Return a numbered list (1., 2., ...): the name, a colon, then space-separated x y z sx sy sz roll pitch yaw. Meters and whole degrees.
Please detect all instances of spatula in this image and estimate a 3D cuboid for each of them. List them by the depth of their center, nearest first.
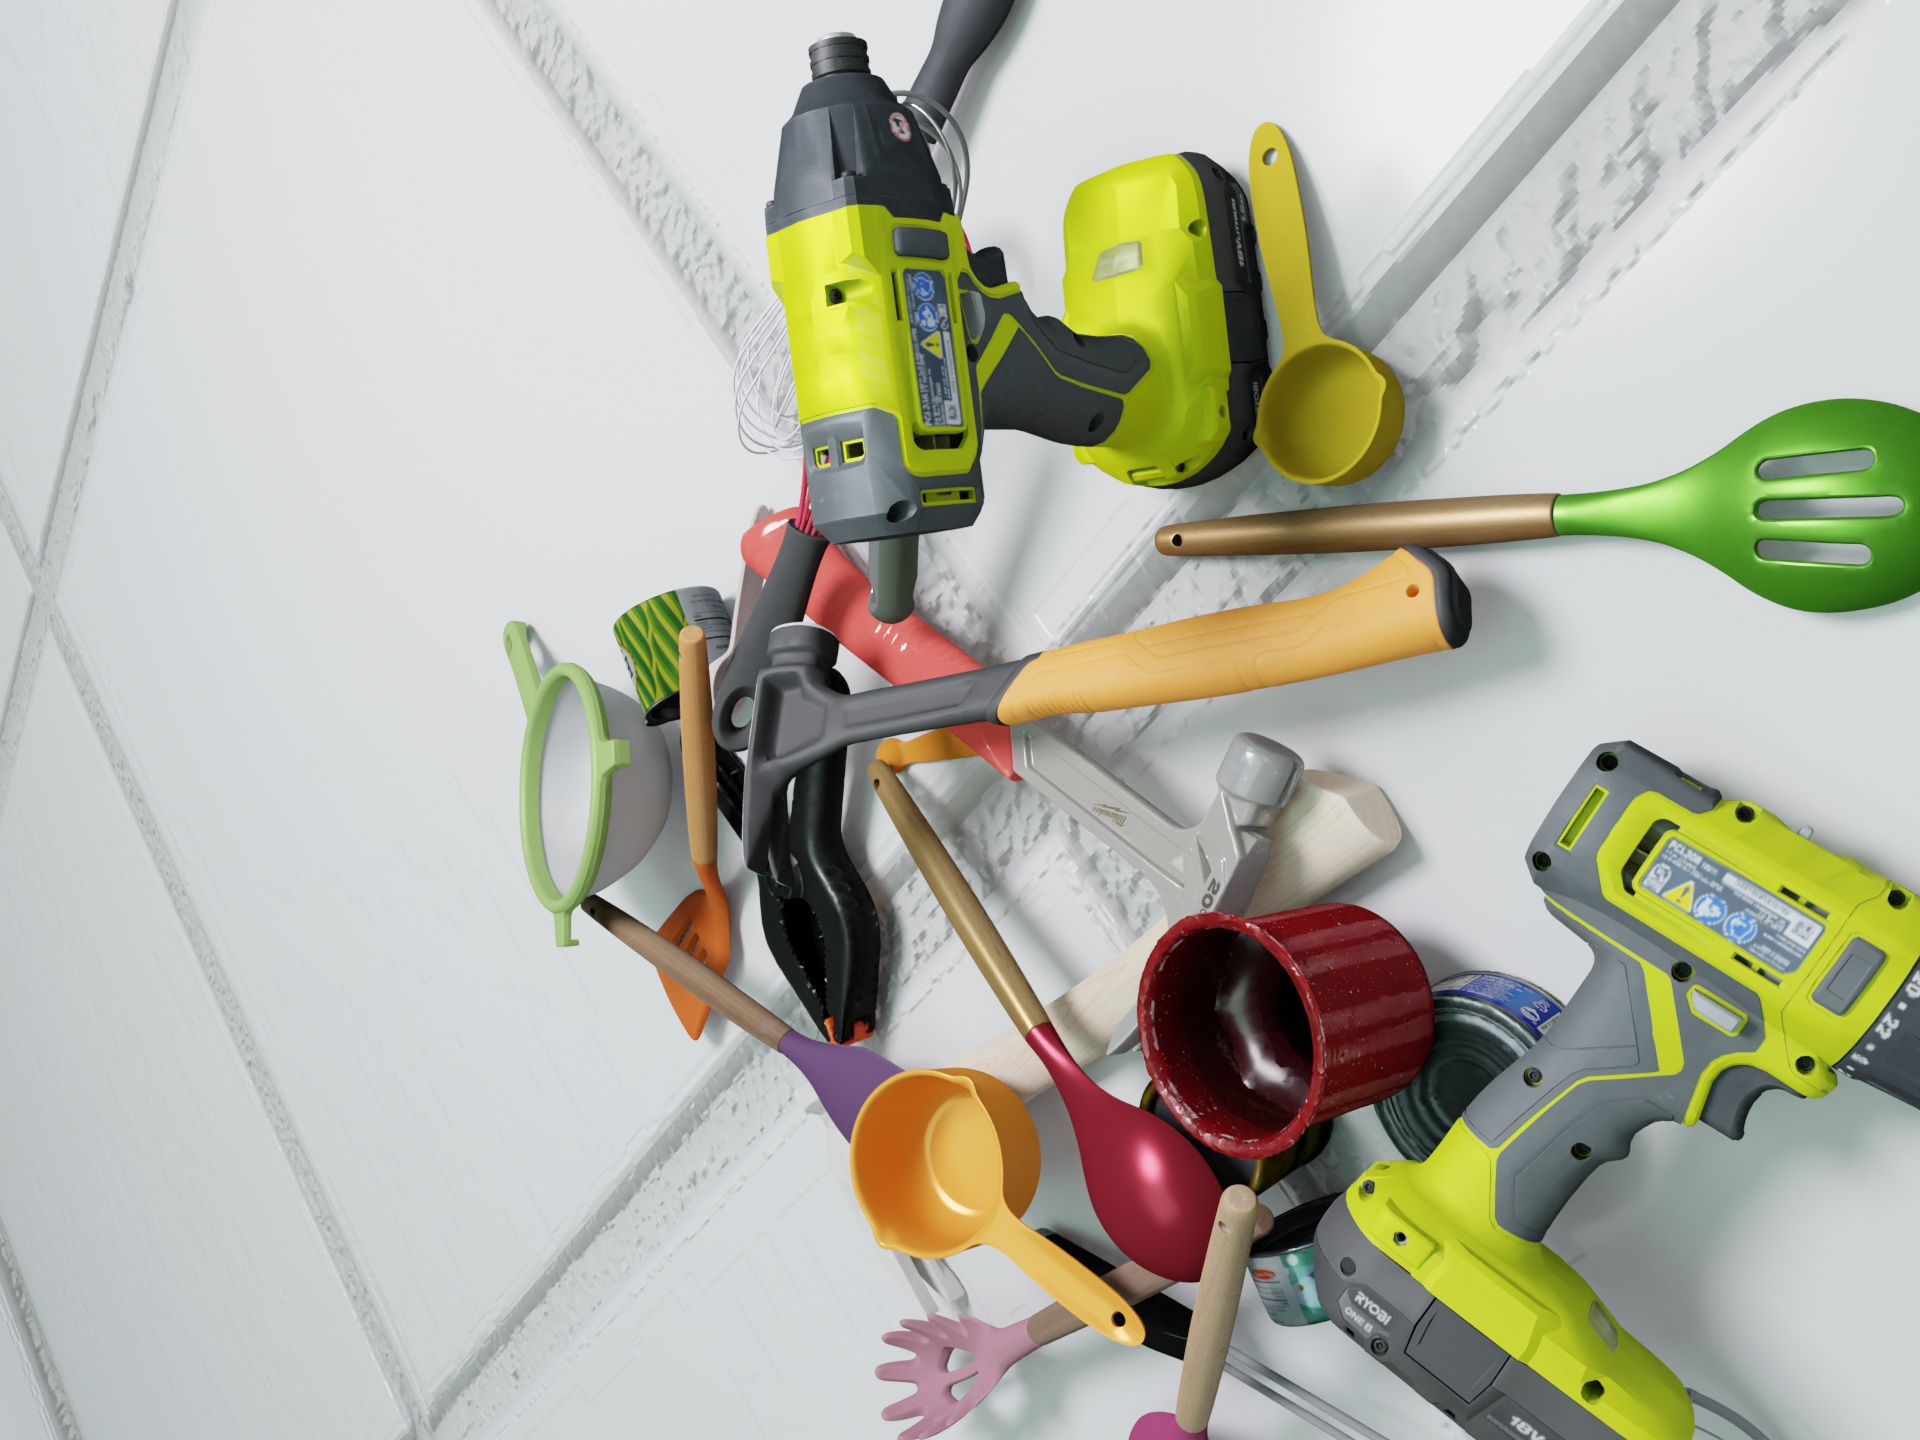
1. spatula: -0.115 0.171 0.895 0.316 0.018 0.059 27 107 35
2. spatula: -0.155 0.066 0.908 0.081 0.041 0.322 56 154 34

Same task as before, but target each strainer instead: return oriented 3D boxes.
1. strainer: -0.236 0.012 1.005 0.257 0.069 0.151 56 133 47

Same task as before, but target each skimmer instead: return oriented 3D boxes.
1. skimmer: 0.173 0.293 0.701 0.363 0.090 0.127 11 104 52

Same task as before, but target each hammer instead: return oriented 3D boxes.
1. hammer: 0.046 -0.010 0.673 0.337 0.034 0.127 -11 62 32
2. hammer: -0.001 -0.002 0.768 0.359 0.036 0.149 38 111 39
3. hammer: 0.060 0.158 0.774 0.410 0.038 0.146 -45 70 39

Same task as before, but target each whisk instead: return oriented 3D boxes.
1. whisk: -0.029 -0.148 0.696 0.058 0.059 0.246 -109 18 -52
2. whisk: -0.040 -0.249 0.772 0.070 0.070 0.284 46 121 27
3. whisk: -0.066 -0.110 0.776 0.073 0.073 0.295 38 116 31

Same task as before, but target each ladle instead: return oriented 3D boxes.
1. ladle: 0.026 0.126 0.749 0.316 0.031 0.069 55 130 38

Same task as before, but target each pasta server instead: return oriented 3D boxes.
1. pasta server: 0.045 0.287 0.765 0.316 0.040 0.060 -48 45 45

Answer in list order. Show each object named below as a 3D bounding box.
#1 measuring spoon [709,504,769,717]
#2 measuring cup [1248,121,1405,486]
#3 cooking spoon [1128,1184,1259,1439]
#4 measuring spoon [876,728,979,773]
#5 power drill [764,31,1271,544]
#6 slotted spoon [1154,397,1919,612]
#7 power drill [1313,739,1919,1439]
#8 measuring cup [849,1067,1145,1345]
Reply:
1. measuring spoon: -0.125 -0.062 0.884 0.018 0.034 0.124 3 75 26
2. measuring cup: 0.143 -0.169 0.645 0.062 0.029 0.157 -19 73 43
3. cooking spoon: 0.103 0.294 0.697 0.069 0.017 0.318 38 144 34
4. measuring spoon: -0.004 0.011 0.821 0.117 0.011 0.021 -14 89 44
5. power drill: 0.025 -0.162 0.612 0.080 0.223 0.171 -3 97 43
6. slotted spoon: 0.202 -0.074 0.602 0.314 0.031 0.070 3 99 44
7. power drill: 0.246 0.146 0.540 0.191 0.080 0.228 35 102 24
8. measuring cup: 0.027 0.232 0.753 0.174 0.052 0.095 32 100 30
